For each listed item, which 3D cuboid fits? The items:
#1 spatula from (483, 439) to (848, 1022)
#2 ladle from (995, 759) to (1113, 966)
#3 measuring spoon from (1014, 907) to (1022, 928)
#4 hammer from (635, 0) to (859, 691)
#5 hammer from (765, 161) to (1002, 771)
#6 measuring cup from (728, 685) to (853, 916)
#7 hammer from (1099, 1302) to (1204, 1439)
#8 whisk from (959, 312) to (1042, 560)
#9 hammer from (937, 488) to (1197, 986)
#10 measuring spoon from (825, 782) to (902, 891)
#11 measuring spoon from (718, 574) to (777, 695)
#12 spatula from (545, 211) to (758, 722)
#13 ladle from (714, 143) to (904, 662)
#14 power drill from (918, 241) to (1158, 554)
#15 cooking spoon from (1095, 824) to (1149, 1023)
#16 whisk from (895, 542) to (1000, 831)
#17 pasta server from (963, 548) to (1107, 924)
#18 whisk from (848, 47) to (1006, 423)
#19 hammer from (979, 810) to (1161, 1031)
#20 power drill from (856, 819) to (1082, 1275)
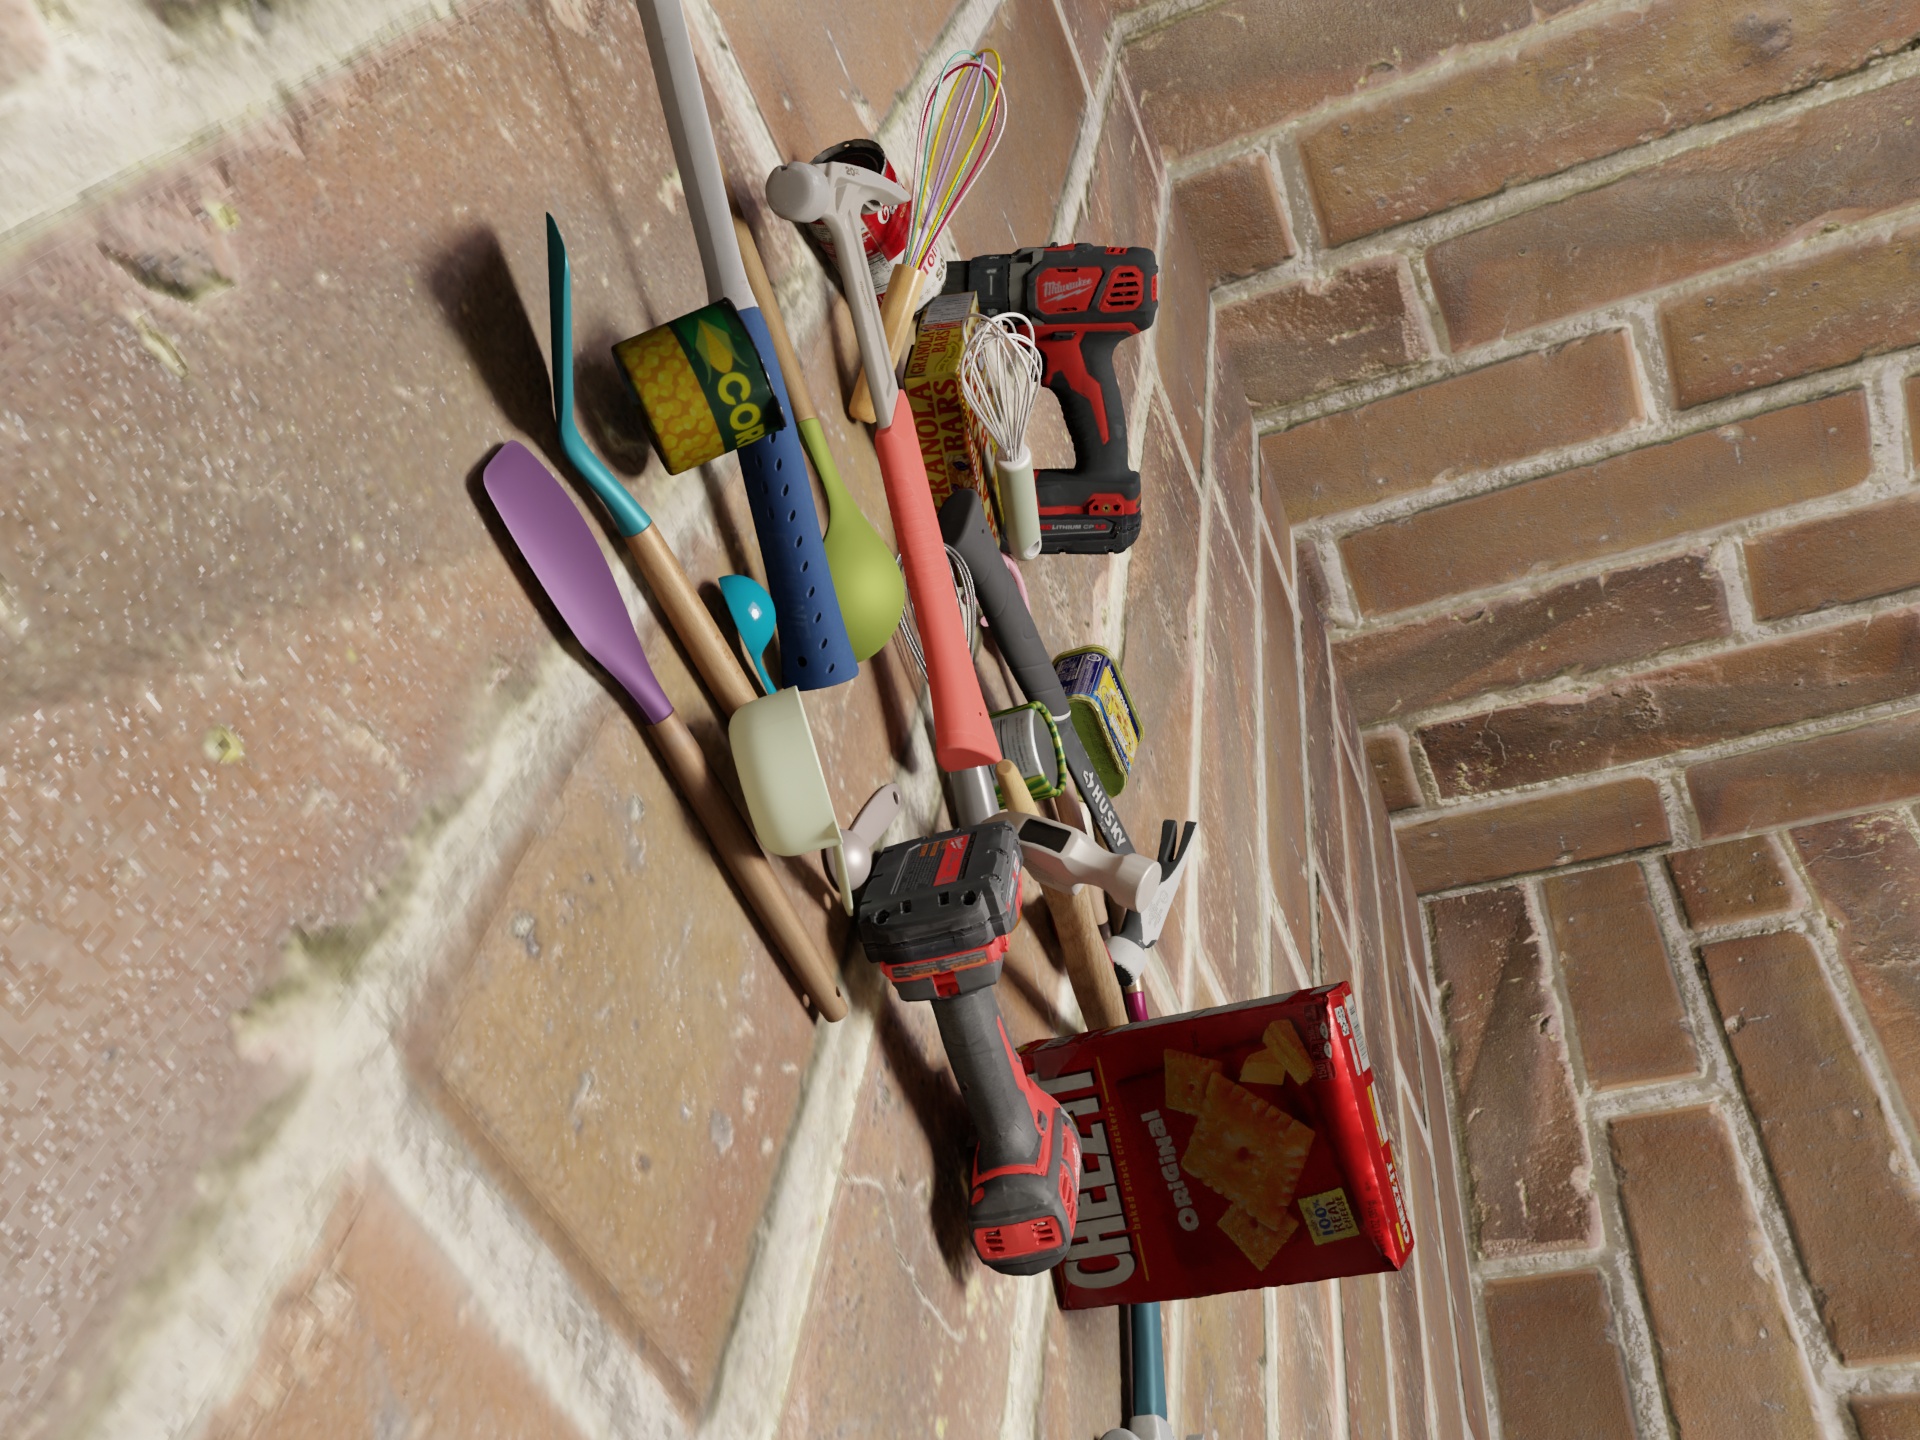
[{"bbox_3d":[-0.122,0.017,0.710,0.060,0.018,0.315,-79,147,-58],"label":"spatula"},{"bbox_3d":[0.059,0.099,1.038,0.069,0.031,0.315,58,-4,30],"label":"ladle"},{"bbox_3d":[0.023,0.132,1.036,0.117,0.011,0.021,-23,98,-74],"label":"measuring spoon"},{"bbox_3d":[-0.109,-0.213,0.783,0.035,0.144,0.405,-46,126,-67],"label":"hammer"},{"bbox_3d":[-0.030,-0.147,0.948,0.149,0.037,0.359,-29,107,-67],"label":"hammer"},{"bbox_3d":[-0.078,0.053,0.765,0.167,0.038,0.083,83,-11,-52],"label":"measuring cup"},{"bbox_3d":[0.127,0.367,1.107,0.128,0.033,0.331,54,28,-43],"label":"hammer"},{"bbox_3d":[0.033,-0.182,1.064,0.059,0.058,0.246,39,-17,25],"label":"whisk"},{"bbox_3d":[0.078,0.007,1.146,0.149,0.036,0.408,-56,133,-35],"label":"hammer"},{"bbox_3d":[-0.046,0.059,0.884,0.124,0.018,0.034,-52,125,-67],"label":"measuring spoon"},{"bbox_3d":[-0.088,-0.020,0.807,0.042,0.021,0.128,-119,-174,-61],"label":"measuring spoon"},{"bbox_3d":[-0.125,-0.071,0.726,0.317,0.044,0.082,64,-5,-32],"label":"spatula"},{"bbox_3d":[-0.105,-0.184,0.886,0.078,0.062,0.320,-10,78,-65],"label":"ladle"},{"bbox_3d":[0.055,-0.245,1.207,0.080,0.188,0.226,-66,156,-68],"label":"power drill"},{"bbox_3d":[0.136,0.194,1.280,0.068,0.017,0.319,36,43,-67],"label":"cooking spoon"},{"bbox_3d":[-0.002,-0.003,1.017,0.055,0.055,0.239,-25,104,-70],"label":"whisk"},{"bbox_3d":[0.059,0.012,1.199,0.060,0.040,0.316,-54,131,-65],"label":"pasta server"},{"bbox_3d":[-0.024,-0.308,1.010,0.051,0.047,0.245,6,104,-66],"label":"whisk"},{"bbox_3d":[0.080,0.155,1.027,0.031,0.130,0.331,-57,152,-24],"label":"hammer"},{"bbox_3d":[0.016,0.176,0.878,0.143,0.078,0.219,-68,143,-73],"label":"power drill"}]
